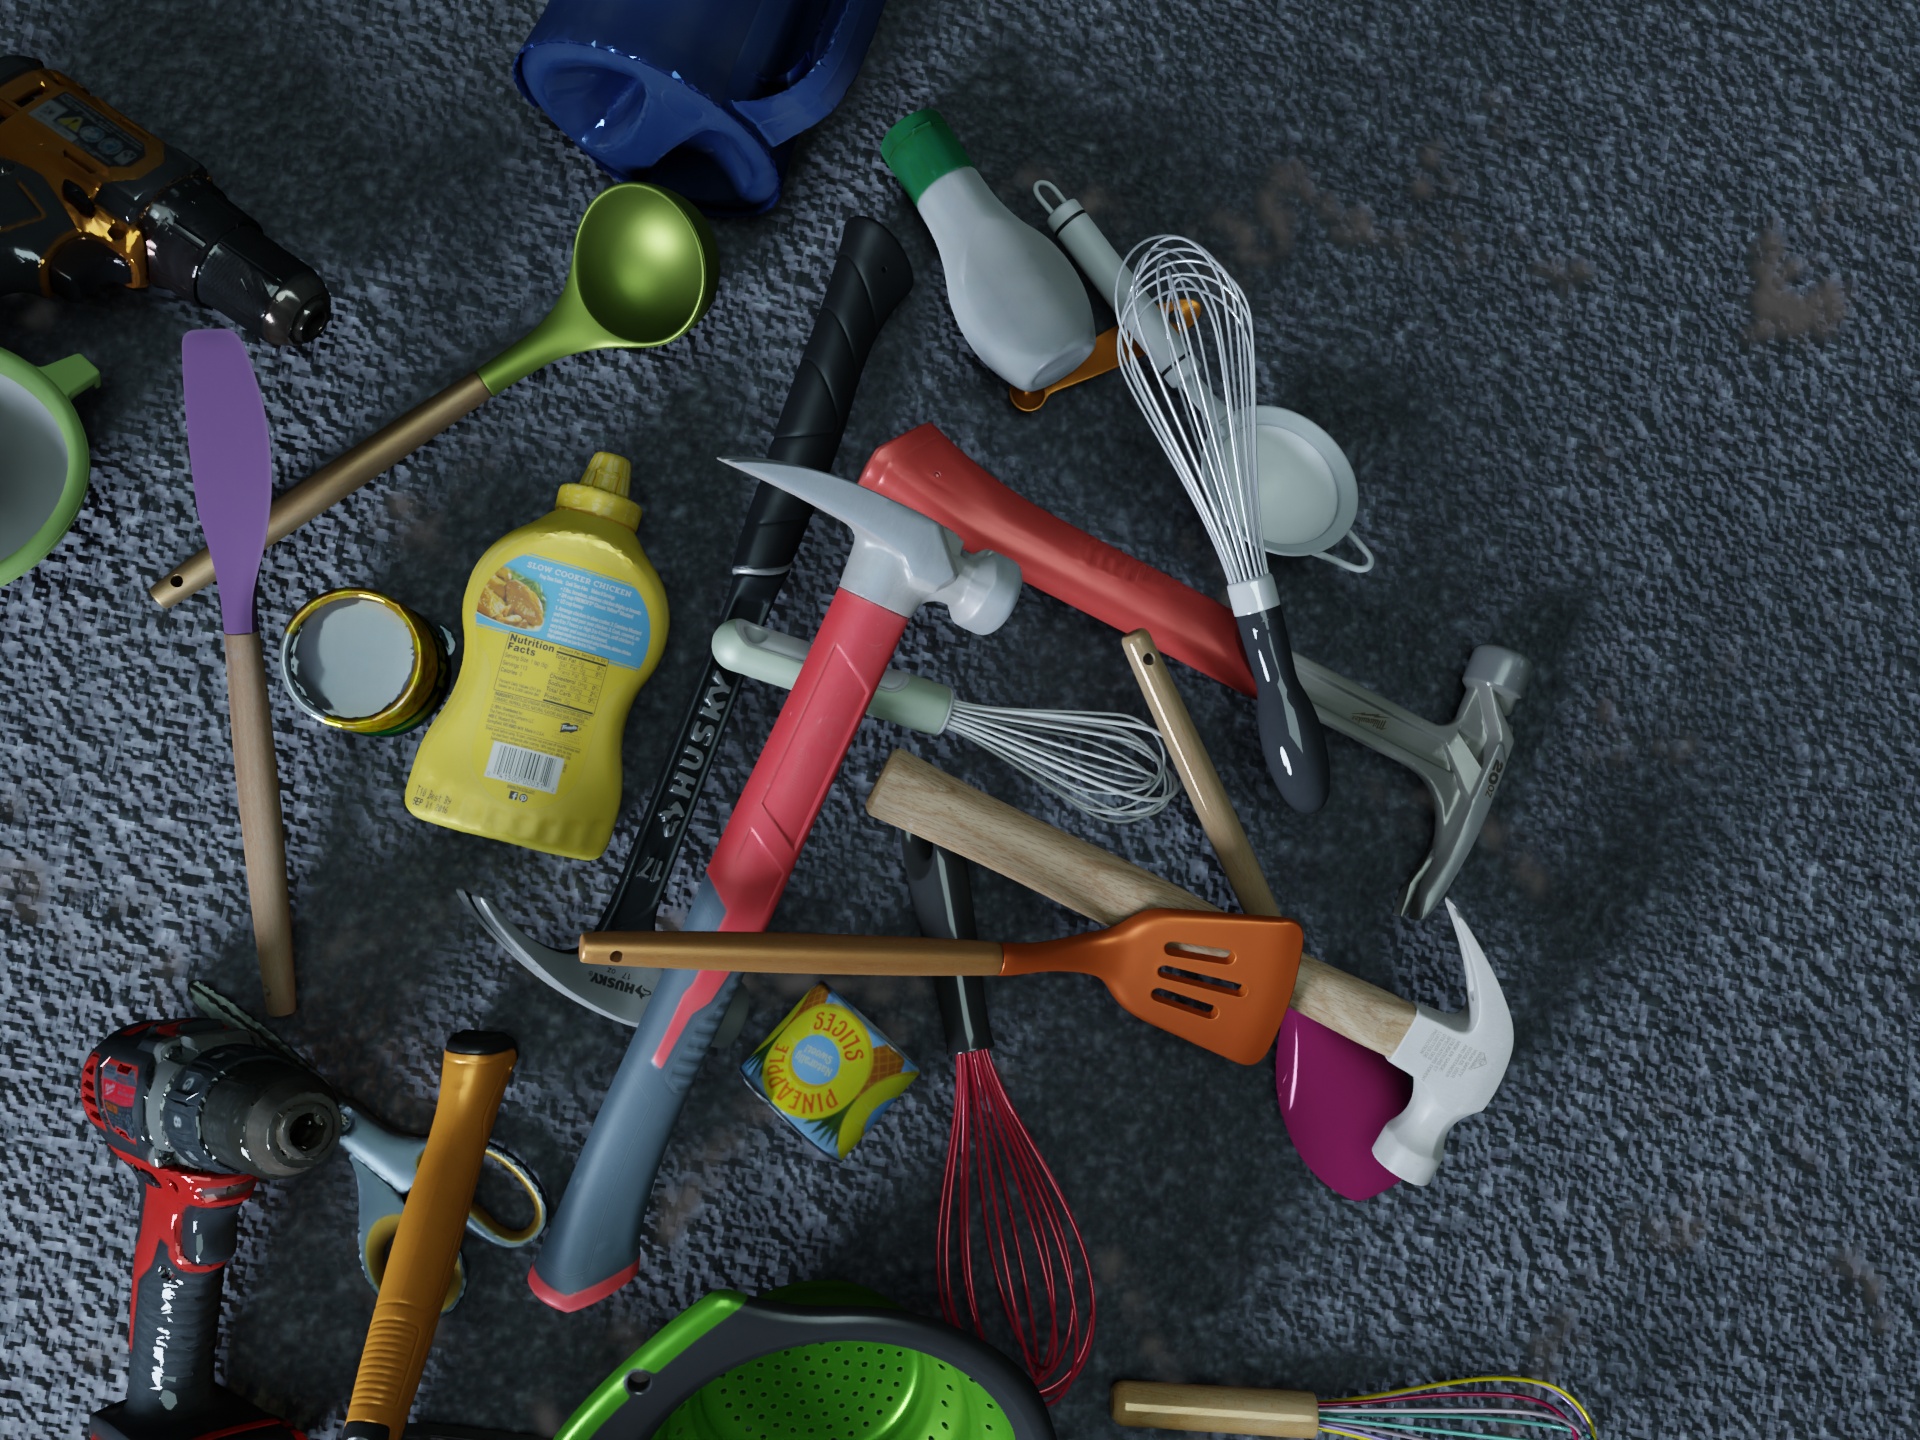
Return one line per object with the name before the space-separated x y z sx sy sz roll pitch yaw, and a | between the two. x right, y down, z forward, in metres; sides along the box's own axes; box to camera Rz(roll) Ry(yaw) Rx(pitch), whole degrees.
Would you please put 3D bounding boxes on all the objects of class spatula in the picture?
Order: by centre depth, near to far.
spatula | -0.003 0.109 0.704 0.322 0.041 0.081 4 113 -19
spatula | -0.321 -0.015 0.719 0.060 0.018 0.316 9 106 32

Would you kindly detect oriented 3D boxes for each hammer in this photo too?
hammer | -0.237 0.285 0.658 0.034 0.127 0.337 4 50 1
hammer | -0.114 0.078 0.700 0.143 0.038 0.386 24 93 -24
hammer | 0.111 0.097 0.760 0.331 0.031 0.130 26 102 -3
hammer | -0.107 -0.057 0.764 0.149 0.036 0.409 26 76 -36
hammer | 0.111 -0.038 0.794 0.359 0.037 0.149 26 83 -9

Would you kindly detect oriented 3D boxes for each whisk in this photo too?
whisk | 0.130 -0.091 0.757 0.070 0.070 0.284 -16 95 -8
whisk | -0.001 -0.002 0.764 0.246 0.058 0.059 18 126 -18
whisk | 0.008 0.179 0.767 0.073 0.073 0.296 -10 81 -7
whisk | 0.196 0.348 0.784 0.245 0.051 0.047 5 91 -3

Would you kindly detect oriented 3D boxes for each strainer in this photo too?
strainer | -0.468 -0.053 0.703 0.151 0.069 0.257 -1 65 -19
strainer | 0.118 -0.172 0.811 0.087 0.050 0.258 -37 90 -26

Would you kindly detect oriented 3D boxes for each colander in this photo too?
colander | -0.009 0.378 0.742 0.204 0.095 0.396 -43 109 5

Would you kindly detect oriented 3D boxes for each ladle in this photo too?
ladle | -0.255 -0.151 0.766 0.320 0.062 0.078 -35 90 -5

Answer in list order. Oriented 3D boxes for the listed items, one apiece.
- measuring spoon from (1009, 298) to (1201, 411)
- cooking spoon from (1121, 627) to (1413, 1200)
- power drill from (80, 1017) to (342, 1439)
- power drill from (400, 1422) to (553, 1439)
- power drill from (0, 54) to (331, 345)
measuring spoon | 0.076 -0.191 0.830 0.117 0.011 0.021 -29 86 -11
cooking spoon | 0.150 0.099 0.785 0.069 0.017 0.319 -27 100 -7
power drill | -0.314 0.241 0.670 0.080 0.188 0.227 2 86 -45
power drill | -0.219 0.447 0.713 0.171 0.080 0.223 9 88 -5
power drill | -0.416 -0.185 0.705 0.185 0.084 0.226 34 53 -2
